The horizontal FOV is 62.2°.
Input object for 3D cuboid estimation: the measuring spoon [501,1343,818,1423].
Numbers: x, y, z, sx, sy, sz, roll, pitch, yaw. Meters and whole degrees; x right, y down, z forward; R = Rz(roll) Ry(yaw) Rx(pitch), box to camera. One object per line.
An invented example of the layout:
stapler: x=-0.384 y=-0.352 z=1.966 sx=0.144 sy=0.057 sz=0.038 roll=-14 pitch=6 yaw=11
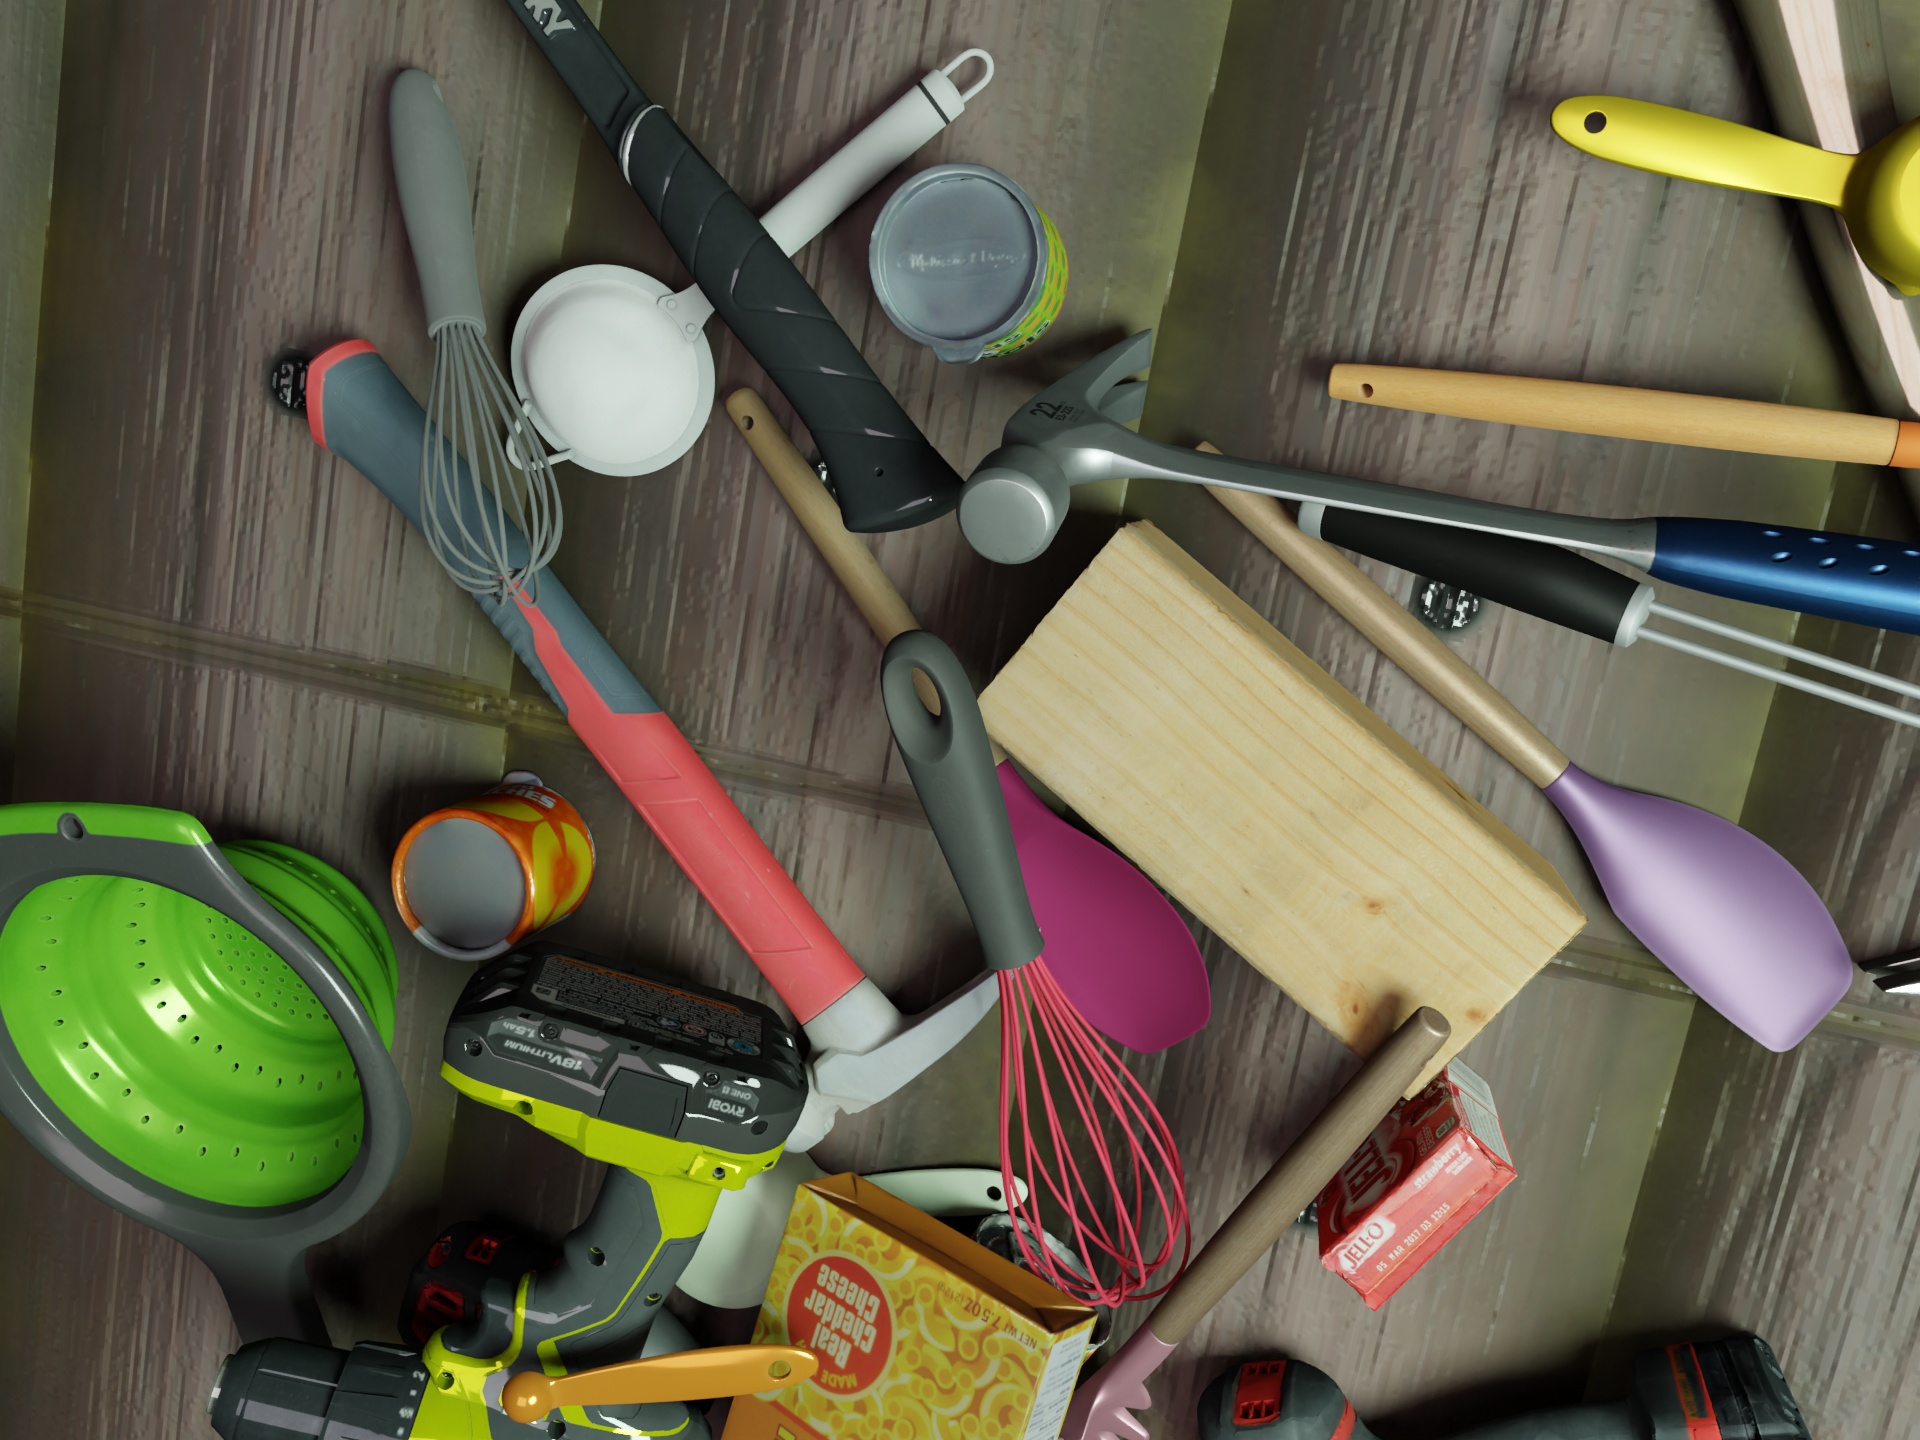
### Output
measuring spoon: x=-0.111 y=0.246 z=0.587 sx=0.117 sy=0.011 sz=0.021 roll=-4 pitch=105 yaw=-6

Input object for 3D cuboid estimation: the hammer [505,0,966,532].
hammer: x=-0.126 y=-0.236 z=0.603 sx=0.149 sy=0.036 sz=0.409 roll=-38 pitch=80 yaw=12

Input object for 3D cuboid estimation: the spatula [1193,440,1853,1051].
spatula: x=0.207 y=0.001 z=0.601 sx=0.316 sy=0.018 sz=0.060 roll=42 pitch=91 yaw=4

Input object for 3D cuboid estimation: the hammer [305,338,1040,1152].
hammer: x=-0.133 y=-0.011 z=0.661 sx=0.143 sy=0.038 sz=0.386 roll=-39 pitch=88 yaw=18

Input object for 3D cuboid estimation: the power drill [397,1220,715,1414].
power drill: x=-0.194 y=0.346 z=0.711 sx=0.143 sy=0.078 sz=0.219 roll=17 pitch=98 yaw=9

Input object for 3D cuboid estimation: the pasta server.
pasta server: x=0.095 y=0.221 z=0.600 sx=0.040 sy=0.060 sz=0.316 roll=50 pitch=127 yaw=30

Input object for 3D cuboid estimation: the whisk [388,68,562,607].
whisk: x=-0.199 y=-0.156 z=0.635 sx=0.055 sy=0.055 sz=0.239 roll=-17 pitch=76 yaw=14

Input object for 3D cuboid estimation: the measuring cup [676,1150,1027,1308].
measuring cup: x=-0.055 y=0.211 z=0.677 sx=0.167 sy=0.038 sz=0.083 roll=-8 pitch=96 yaw=15

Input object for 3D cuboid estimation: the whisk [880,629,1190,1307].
whisk: x=0.025 y=0.103 z=0.590 sx=0.073 sy=0.073 sz=0.295 roll=-13 pitch=110 yaw=14

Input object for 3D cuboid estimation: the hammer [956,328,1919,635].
hammer: x=0.212 y=-0.062 z=0.515 sx=0.405 sy=0.144 sz=0.035 roll=12 pitch=125 yaw=14

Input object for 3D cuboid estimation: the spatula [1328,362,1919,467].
spatula: x=0.282 y=-0.092 z=0.526 sx=0.323 sy=0.041 sz=0.081 roll=12 pitch=127 yaw=21

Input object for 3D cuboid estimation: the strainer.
strainer: x=-0.091 y=-0.179 z=0.632 sx=0.258 sy=0.050 sz=0.086 roll=-37 pitch=103 yaw=11

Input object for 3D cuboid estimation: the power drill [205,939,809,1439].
power drill: x=-0.170 y=0.209 z=0.616 sx=0.190 sy=0.080 sz=0.228 roll=18 pitch=98 yaw=-10

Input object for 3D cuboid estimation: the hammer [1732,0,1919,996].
hammer: x=0.327 y=-0.106 z=0.551 sx=0.146 sy=0.038 sz=0.410 roll=-21 pitch=92 yaw=16

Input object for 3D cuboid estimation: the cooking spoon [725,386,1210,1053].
cooking spoon: x=-0.001 y=-0.002 z=0.646 sx=0.068 sy=0.017 sz=0.319 roll=-35 pitch=89 yaw=31

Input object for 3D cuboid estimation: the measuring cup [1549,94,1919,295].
measuring cup: x=0.273 y=-0.183 z=0.520 sx=0.156 sy=0.029 sz=0.062 roll=17 pitch=102 yaw=11

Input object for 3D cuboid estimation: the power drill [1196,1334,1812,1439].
power drill: x=0.217 y=0.338 z=0.619 sx=0.227 sy=0.080 sz=0.188 roll=-13 pitch=95 yaw=17

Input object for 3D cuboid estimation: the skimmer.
skimmer: x=0.284 y=0.002 z=0.537 sx=0.363 sy=0.090 sz=0.127 roll=24 pitch=68 yaw=26

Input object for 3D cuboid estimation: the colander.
colander: x=-0.304 y=0.192 z=0.715 sx=0.204 sy=0.094 sz=0.396 roll=0 pitch=116 yaw=14
